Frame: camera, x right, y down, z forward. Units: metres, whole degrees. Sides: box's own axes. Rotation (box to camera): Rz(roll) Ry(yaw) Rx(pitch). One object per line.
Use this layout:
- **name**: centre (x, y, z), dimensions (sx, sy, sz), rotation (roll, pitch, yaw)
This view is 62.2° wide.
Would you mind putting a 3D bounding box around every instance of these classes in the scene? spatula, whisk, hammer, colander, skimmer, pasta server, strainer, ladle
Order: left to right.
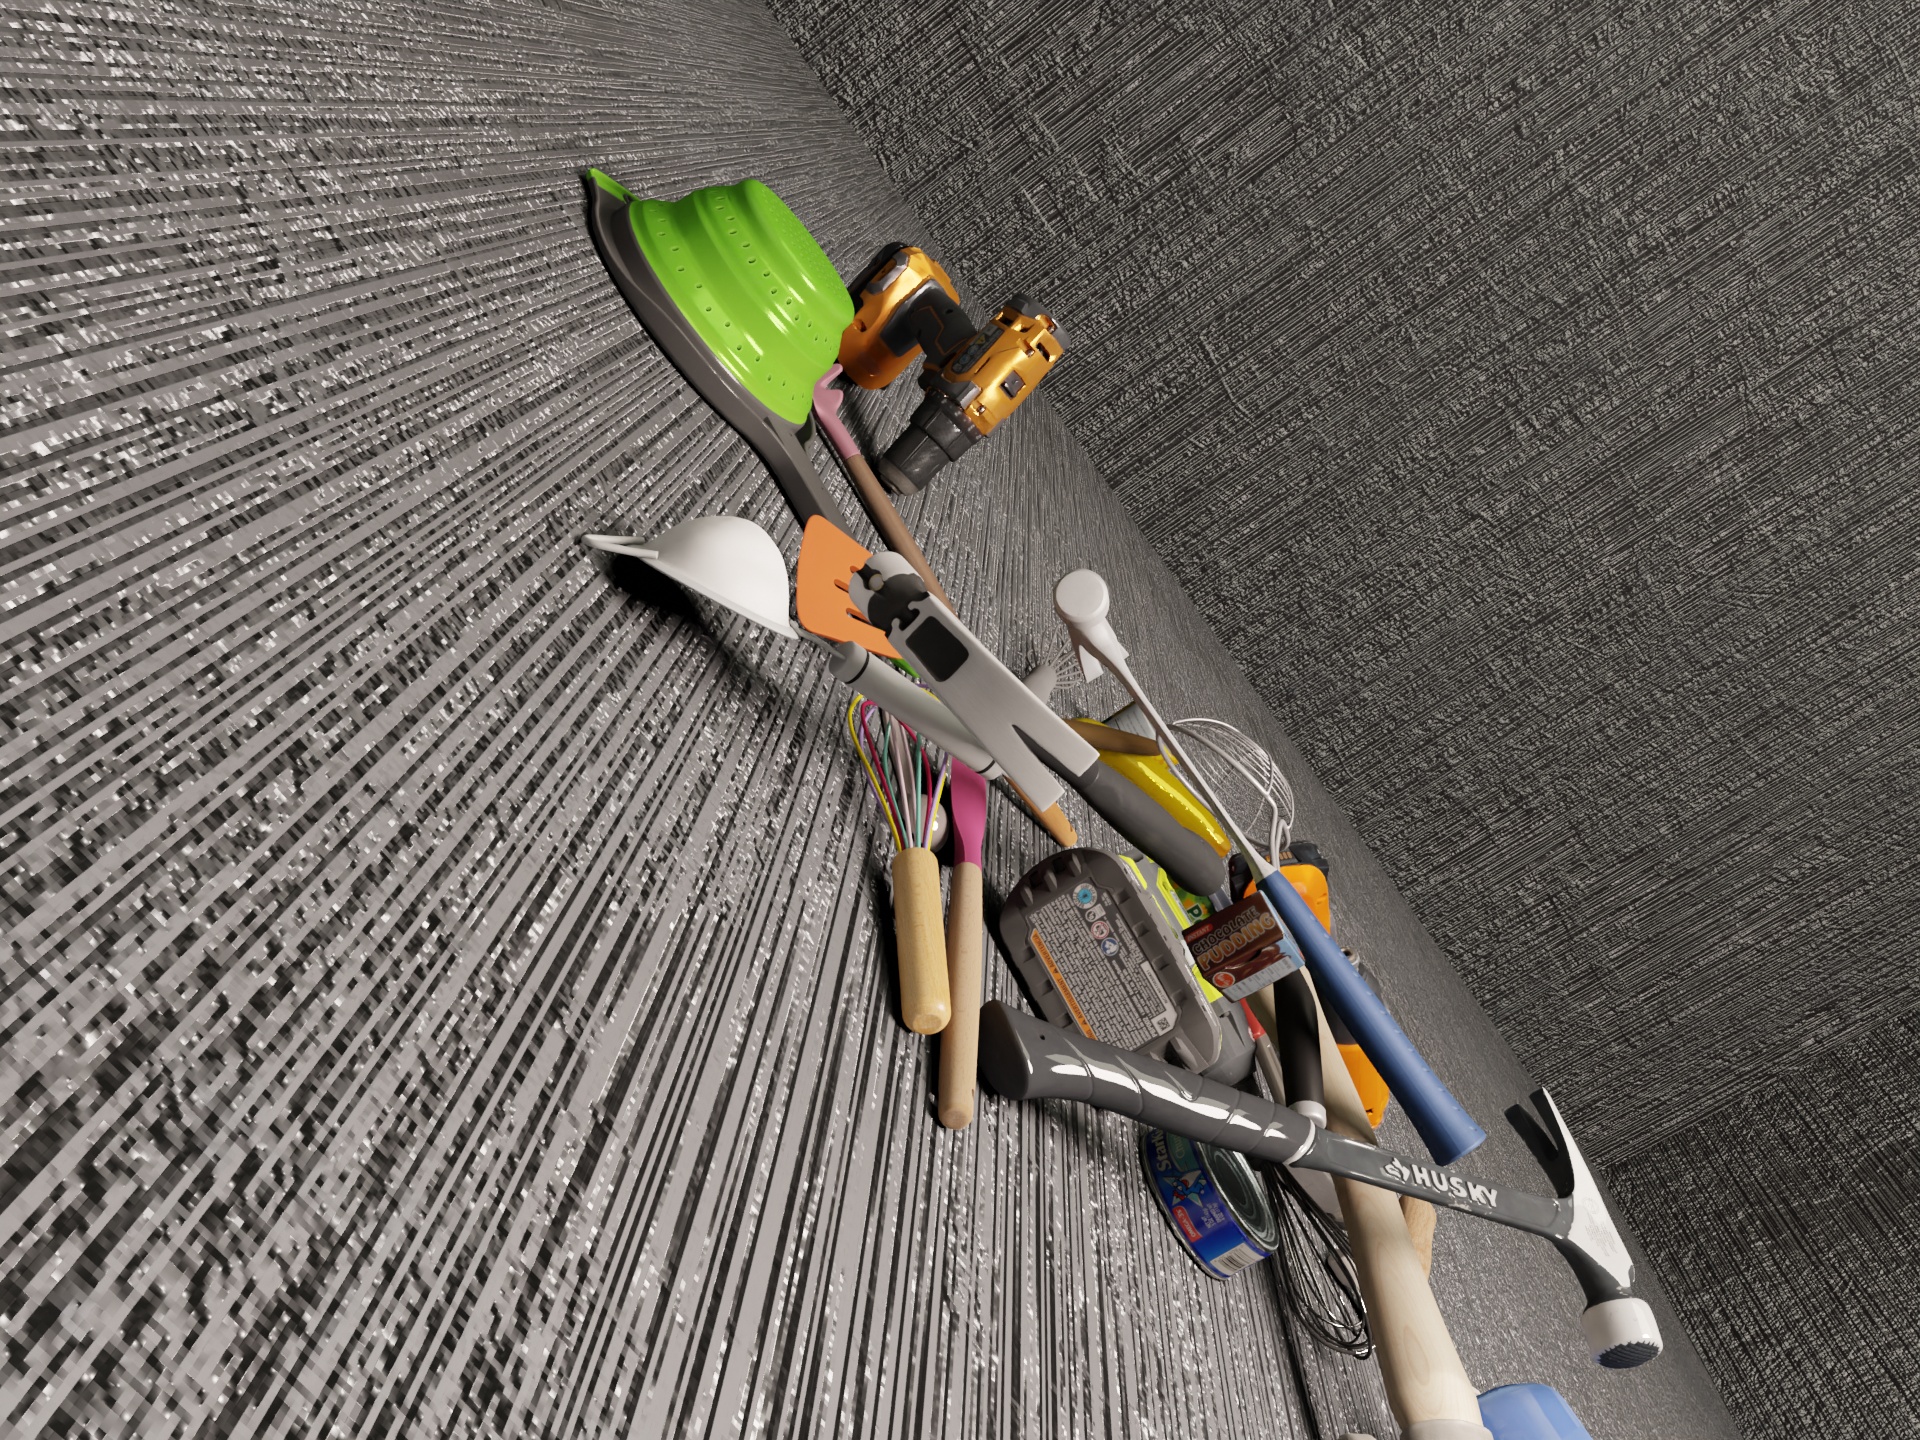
- **colander**: centre (-0.095, -0.211, 1.010), dimensions (0.397, 0.094, 0.204), rotation (59, 15, 14)
- **strainer**: centre (-0.058, -0.034, 0.744), dimensions (0.258, 0.050, 0.087), rotation (35, 2, -32)
- **pasta server**: centre (-0.060, -0.172, 1.157), dimensions (0.316, 0.040, 0.060), rotation (60, 27, 12)
- **whisk**: centre (-0.027, 0.055, 0.767), dimensions (0.047, 0.051, 0.245), rotation (26, 30, -23)
- **spatula**: centre (-0.002, -0.003, 0.965), dimensions (0.322, 0.041, 0.081), rotation (52, 31, -47)
- **whisk**: centre (0.067, -0.035, 1.257), dimensions (0.055, 0.055, 0.239), rotation (55, 18, -4)
- **ladle**: centre (0.081, 0.006, 1.162), dimensions (0.315, 0.031, 0.069), rotation (12, 47, -58)
- **hammer**: centre (0.069, 0.032, 0.820), dimensions (0.146, 0.035, 0.334), rotation (48, 6, 36)
- **hammer**: centre (0.209, 0.206, 1.202), dimensions (0.149, 0.036, 0.359), rotation (46, 17, -34)
- **skimmer**: centre (0.187, 0.131, 1.073), dimensions (0.127, 0.090, 0.364), rotation (54, 25, -32)
- **hammer**: centre (0.182, 0.088, 0.978), dimensions (0.406, 0.035, 0.144), rotation (56, 1, 15)
- **whisk**: centre (0.194, 0.279, 0.985), dimensions (0.247, 0.058, 0.059), rotation (-114, -163, -45)
- **hammer**: centre (0.184, 0.211, 0.797), dimensions (0.408, 0.036, 0.149), rotation (23, 39, -23)
- **hammer**: centre (0.243, 0.274, 0.924), dimensions (0.411, 0.146, 0.038), rotation (-96, -167, -60)
- **hammer**: centre (0.331, 0.405, 1.168), dimensions (0.130, 0.031, 0.331), rotation (58, 14, 12)

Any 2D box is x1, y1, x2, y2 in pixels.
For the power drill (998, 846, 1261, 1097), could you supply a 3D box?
- **power drill**: centre (0.111, 0.153, 0.922), dimensions (0.171, 0.080, 0.223), rotation (60, 12, 17)

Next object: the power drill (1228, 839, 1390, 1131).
- **power drill**: centre (0.279, 0.194, 1.262), dimensions (0.227, 0.084, 0.164), rotation (-104, -176, -57)

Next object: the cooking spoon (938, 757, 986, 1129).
- **cooking spoon**: centre (0.003, 0.090, 0.786), dimensions (0.319, 0.017, 0.068), rotation (-86, 168, -63)

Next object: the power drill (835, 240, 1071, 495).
- **power drill**: centre (-0.034, -0.290, 1.313), dimensions (0.084, 0.185, 0.226), rotation (42, 1, -44)

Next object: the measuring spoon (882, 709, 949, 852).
- **measuring spoon**: centre (-0.025, 0.024, 0.871), dimensions (0.034, 0.018, 0.124), rotation (45, 17, -36)
